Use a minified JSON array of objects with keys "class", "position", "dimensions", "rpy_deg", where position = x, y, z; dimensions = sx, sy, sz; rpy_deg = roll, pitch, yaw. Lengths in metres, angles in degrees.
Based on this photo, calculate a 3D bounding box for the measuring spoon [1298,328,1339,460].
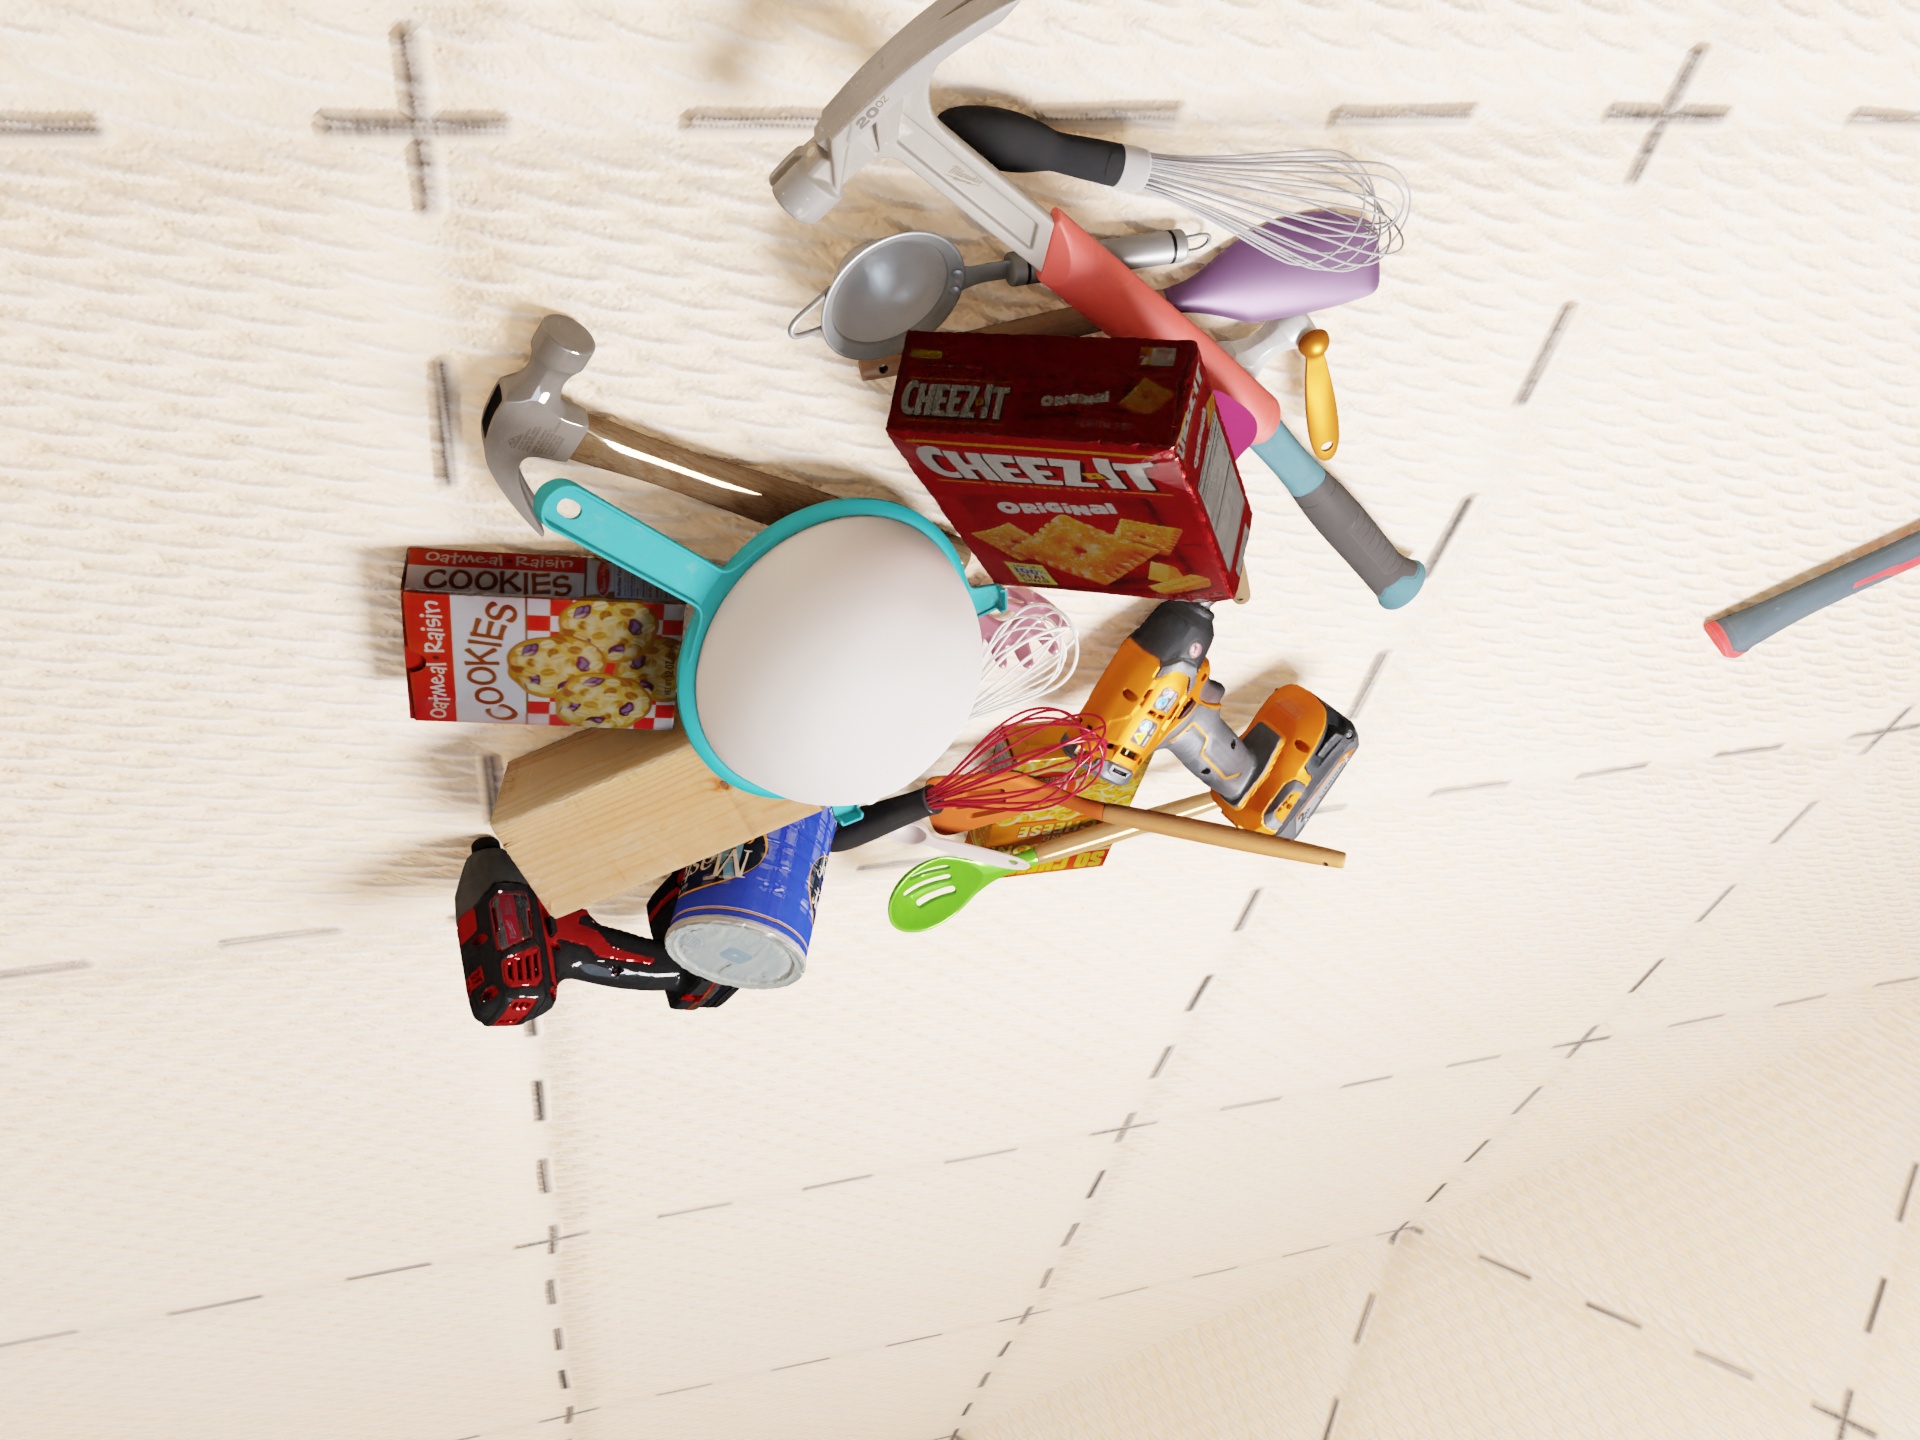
[{"class":"measuring spoon","position":[0.227,-0.200,0.997],"dimensions":[0.021,0.011,0.116],"rpy_deg":[-22,144,3]}]

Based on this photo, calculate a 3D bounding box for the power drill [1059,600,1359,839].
[{"class":"power drill","position":[0.202,-0.005,1.226],"dimensions":[0.226,0.084,0.164],"rpy_deg":[23,104,-35]}]

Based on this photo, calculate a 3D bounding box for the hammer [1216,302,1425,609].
[{"class":"hammer","position":[0.247,-0.159,1.098],"dimensions":[0.128,0.033,0.330],"rpy_deg":[-34,142,20]}]

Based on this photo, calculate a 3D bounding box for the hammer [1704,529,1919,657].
[{"class":"hammer","position":[0.823,-0.160,1.345],"dimensions":[0.386,0.038,0.143],"rpy_deg":[-26,143,11]}]

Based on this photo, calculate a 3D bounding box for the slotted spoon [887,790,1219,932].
[{"class":"slotted spoon","position":[0.087,0.106,1.319],"dimensions":[0.313,0.031,0.070],"rpy_deg":[-17,127,-7]}]

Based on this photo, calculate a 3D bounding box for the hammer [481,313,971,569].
[{"class":"hammer","position":[-0.130,-0.136,0.967],"dimensions":[0.331,0.031,0.130],"rpy_deg":[15,133,-38]}]

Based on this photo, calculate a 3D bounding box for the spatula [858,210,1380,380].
[{"class":"spatula","position":[0.094,-0.242,0.931],"dimensions":[0.316,0.018,0.059],"rpy_deg":[-14,120,-3]}]

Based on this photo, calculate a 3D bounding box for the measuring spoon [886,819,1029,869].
[{"class":"measuring spoon","position":[-0.001,0.097,1.274],"dimensions":[0.124,0.018,0.034],"rpy_deg":[17,145,-17]}]

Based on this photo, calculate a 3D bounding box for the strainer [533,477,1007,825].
[{"class":"strainer","position":[-0.099,-0.046,0.939],"dimensions":[0.340,0.095,0.211],"rpy_deg":[29,98,-46]}]

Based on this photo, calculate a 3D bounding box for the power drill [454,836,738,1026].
[{"class":"power drill","position":[-0.276,0.156,1.215],"dimensions":[0.219,0.143,0.078],"rpy_deg":[5,143,-39]}]

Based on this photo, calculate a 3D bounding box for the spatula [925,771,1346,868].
[{"class":"spatula","position":[0.132,0.083,1.227],"dimensions":[0.322,0.041,0.081],"rpy_deg":[11,145,14]}]

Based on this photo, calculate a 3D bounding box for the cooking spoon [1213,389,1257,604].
[{"class":"cooking spoon","position":[0.168,-0.138,1.036],"dimensions":[0.069,0.017,0.318],"rpy_deg":[2,164,16]}]

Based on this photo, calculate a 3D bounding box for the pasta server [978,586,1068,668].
[{"class":"pasta server","position":[-0.076,-0.076,1.066],"dimensions":[0.316,0.040,0.060],"rpy_deg":[3,132,-25]}]

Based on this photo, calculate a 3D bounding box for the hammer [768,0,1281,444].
[{"class":"hammer","position":[0.076,-0.240,0.842],"dimensions":[0.149,0.037,0.358],"rpy_deg":[-33,144,29]}]

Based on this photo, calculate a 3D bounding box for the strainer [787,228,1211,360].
[{"class":"strainer","position":[0.023,-0.248,0.877],"dimensions":[0.258,0.050,0.086],"rpy_deg":[-13,150,-17]}]

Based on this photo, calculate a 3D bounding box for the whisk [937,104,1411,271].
[{"class":"whisk","position":[0.120,-0.291,0.852],"dimensions":[0.284,0.070,0.070],"rpy_deg":[5,139,-21]}]

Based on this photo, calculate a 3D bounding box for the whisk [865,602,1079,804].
[{"class":"whisk","position":[-0.002,-0.004,1.122],"dimensions":[0.058,0.059,0.246],"rpy_deg":[-17,162,-49]}]

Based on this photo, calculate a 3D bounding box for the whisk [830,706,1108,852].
[{"class":"whisk","position":[-0.006,0.053,1.181],"dimensions":[0.296,0.073,0.073],"rpy_deg":[-22,149,39]}]
